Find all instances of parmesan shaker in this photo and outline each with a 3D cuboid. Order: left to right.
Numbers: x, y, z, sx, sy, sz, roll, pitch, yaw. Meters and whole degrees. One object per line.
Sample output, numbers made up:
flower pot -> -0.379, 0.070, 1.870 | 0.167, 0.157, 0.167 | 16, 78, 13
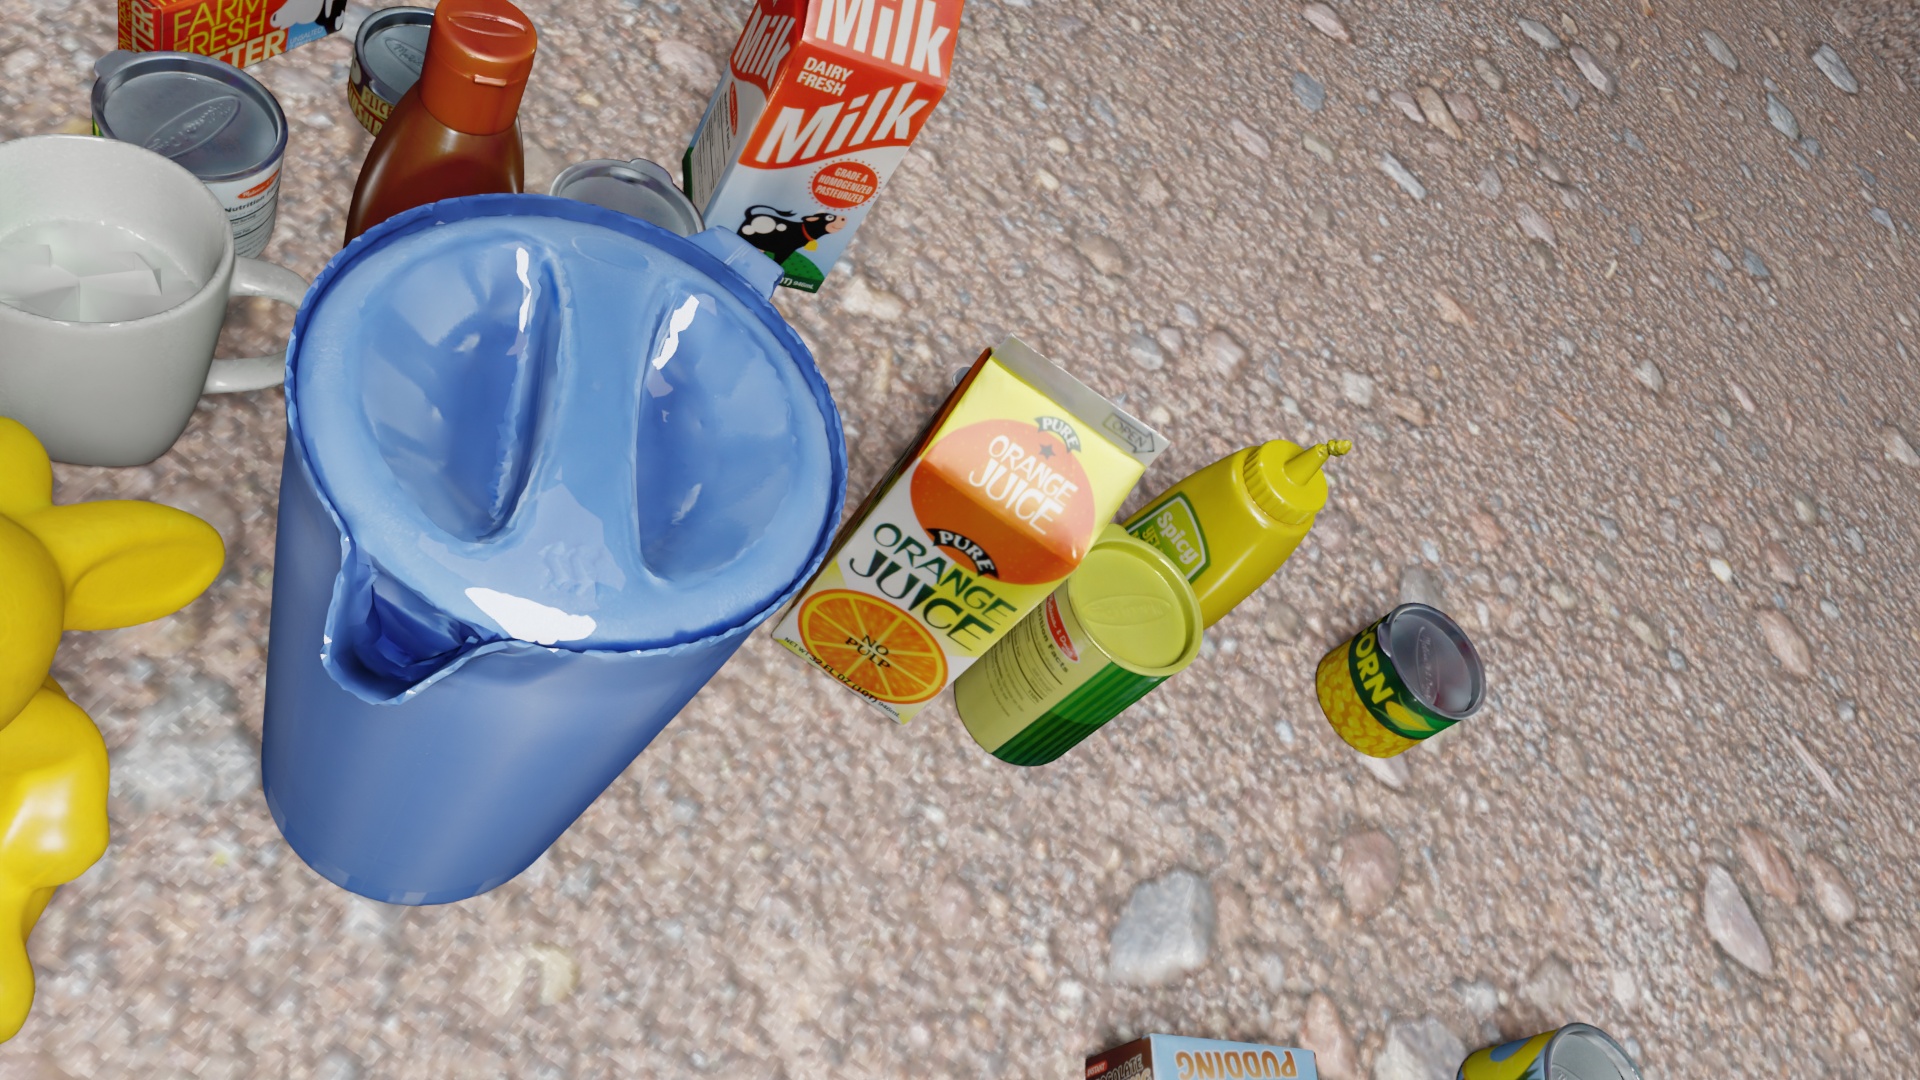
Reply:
parmesan shaker -> 0.049, 0.048, 0.609 | 0.071, 0.102, 0.071 | 16, 53, -23

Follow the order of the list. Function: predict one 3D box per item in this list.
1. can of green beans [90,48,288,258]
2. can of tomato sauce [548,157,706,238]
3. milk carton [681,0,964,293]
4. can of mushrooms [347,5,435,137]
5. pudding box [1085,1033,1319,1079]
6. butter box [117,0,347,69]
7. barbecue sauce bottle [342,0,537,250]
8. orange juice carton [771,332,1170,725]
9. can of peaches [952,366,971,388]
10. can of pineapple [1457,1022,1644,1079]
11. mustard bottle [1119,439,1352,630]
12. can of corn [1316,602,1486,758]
can of green beans -> -0.306, -0.149, 0.551 | 0.071, 0.057, 0.071 | 16, 53, -22
can of tomato sauce -> -0.155, -0.114, 0.604 | 0.071, 0.082, 0.071 | 16, 53, -23
milk carton -> -0.065, -0.207, 0.649 | 0.072, 0.189, 0.074 | 8, 57, -28
can of mushrooms -> -0.249, -0.211, 0.644 | 0.071, 0.033, 0.071 | 16, 53, -22
pudding box -> 0.098, 0.222, 0.560 | 0.084, 0.049, 0.030 | 14, 54, -24
butter box -> -0.314, -0.234, 0.606 | 0.024, 0.053, 0.104 | 43, 48, -1
barbecue sauce bottle -> -0.204, -0.149, 0.554 | 0.065, 0.147, 0.044 | -1, 61, -32
orange juice carton -> 0.002, -0.007, 0.557 | 0.072, 0.191, 0.073 | 35, 48, -7
can of peaches -> 0.012, -0.043, 0.677 | 0.071, 0.057, 0.071 | 16, 53, -22
can of pineapple -> 0.270, 0.261, 0.634 | 0.071, 0.057, 0.071 | 16, 53, -22
mustard bottle -> 0.125, -0.007, 0.654 | 0.049, 0.159, 0.065 | -4, 63, -33
can of corn -> 0.229, 0.074, 0.733 | 0.071, 0.058, 0.071 | 16, 53, -22
